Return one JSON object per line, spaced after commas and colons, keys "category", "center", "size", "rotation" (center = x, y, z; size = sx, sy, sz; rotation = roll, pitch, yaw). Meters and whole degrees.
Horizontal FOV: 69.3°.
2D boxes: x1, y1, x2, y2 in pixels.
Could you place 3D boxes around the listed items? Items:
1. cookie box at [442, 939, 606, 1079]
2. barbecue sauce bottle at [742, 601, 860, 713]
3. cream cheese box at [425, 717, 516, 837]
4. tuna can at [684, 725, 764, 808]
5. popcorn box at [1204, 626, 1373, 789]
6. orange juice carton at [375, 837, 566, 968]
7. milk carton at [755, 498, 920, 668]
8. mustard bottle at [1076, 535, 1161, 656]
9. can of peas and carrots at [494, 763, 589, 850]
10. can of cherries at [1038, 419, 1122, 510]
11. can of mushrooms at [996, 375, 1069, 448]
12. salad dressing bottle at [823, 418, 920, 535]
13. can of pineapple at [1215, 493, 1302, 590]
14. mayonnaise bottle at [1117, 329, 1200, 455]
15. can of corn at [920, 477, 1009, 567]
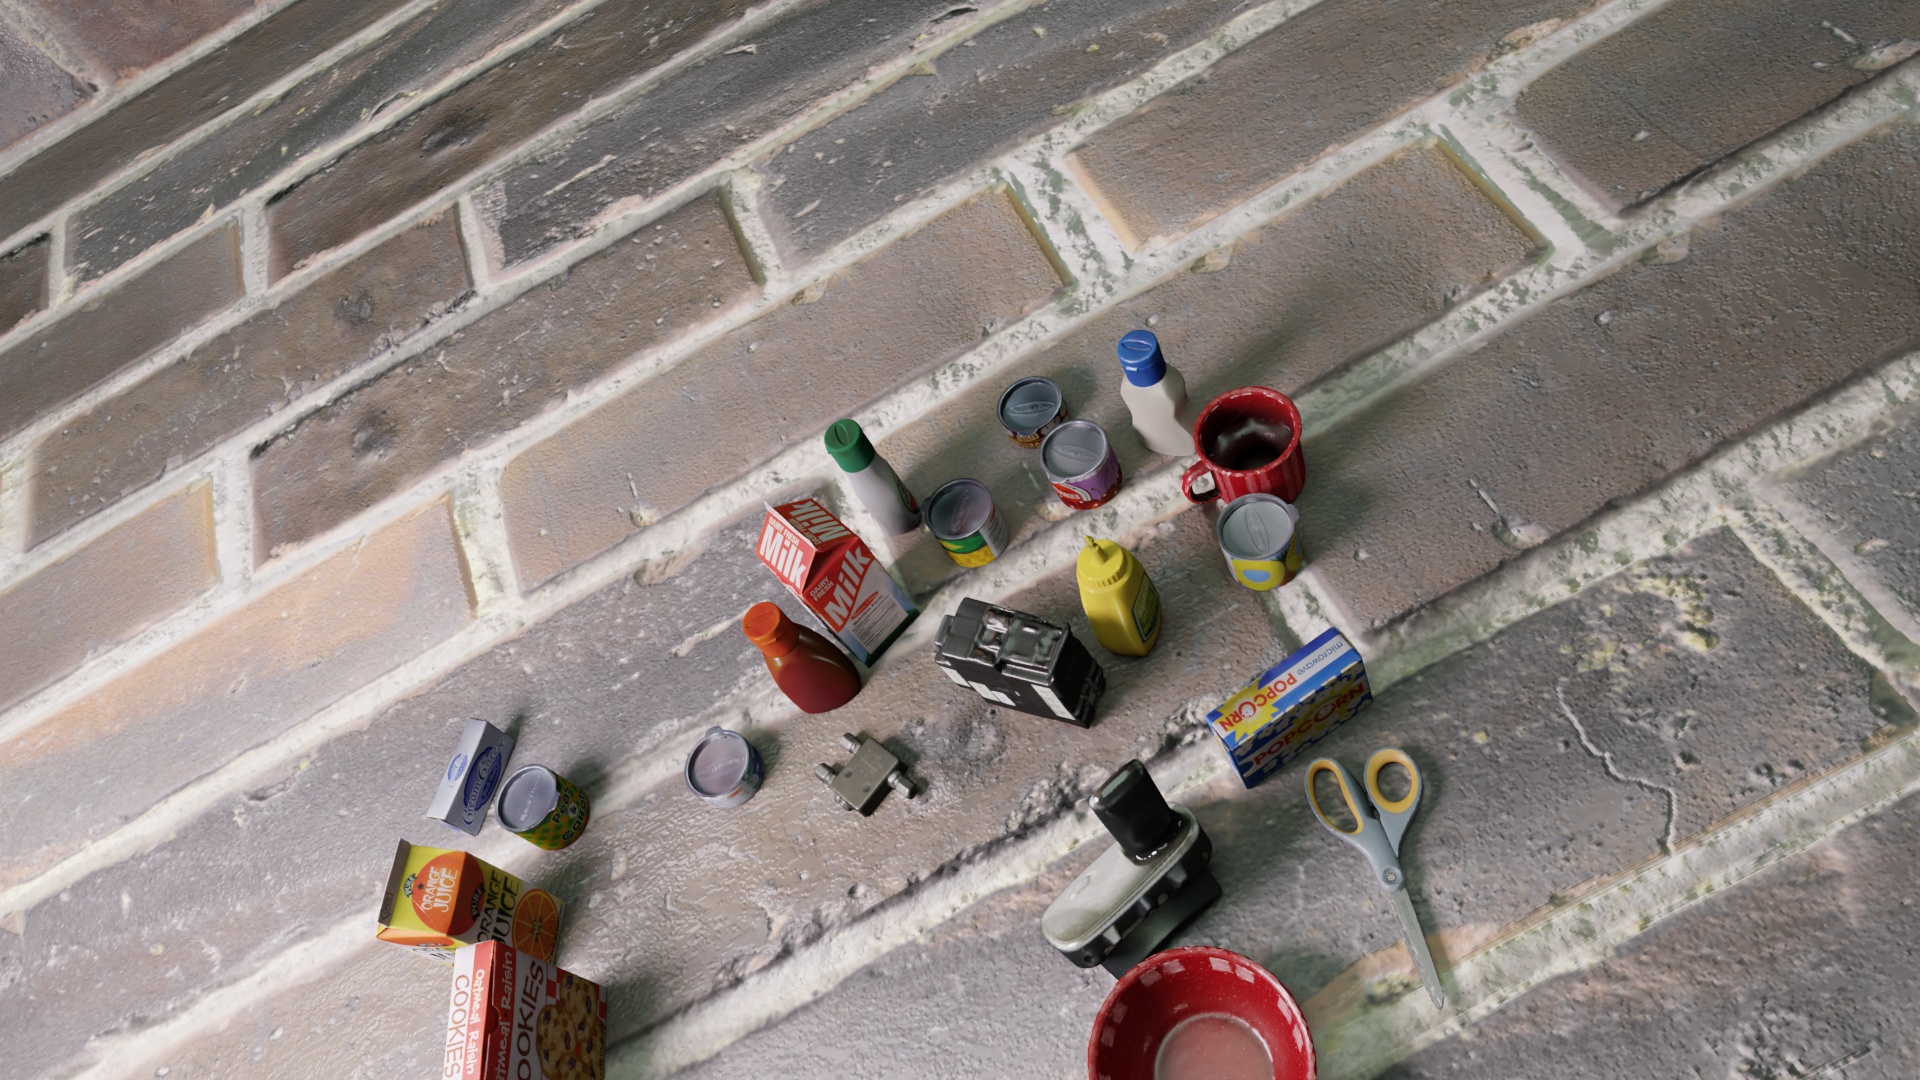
{"category": "cookie box", "center": [-0.345, 0.405, 1.117], "size": [0.040, 0.167, 0.123], "rotation": [-16, 56, 13]}
{"category": "barbecue sauce bottle", "center": [-0.145, 0.104, 1.234], "size": [0.065, 0.148, 0.044], "rotation": [-25, 54, 6]}
{"category": "cream cheese box", "center": [-0.473, 0.230, 1.348], "size": [0.024, 0.053, 0.104], "rotation": [4, 62, 24]}
{"category": "tuna can", "center": [-0.216, 0.207, 1.270], "size": [0.071, 0.032, 0.071], "rotation": [-10, 57, 16]}
{"category": "popcorn box", "center": [0.260, 0.132, 1.092], "size": [0.127, 0.085, 0.038], "rotation": [-35, 54, -1]}
{"category": "orange juice carton", "center": [-0.427, 0.318, 1.188], "size": [0.073, 0.192, 0.072], "rotation": [-7, 58, 18]}
{"category": "milk carton", "center": [-0.115, 0.030, 1.242], "size": [0.073, 0.190, 0.072], "rotation": [-46, 55, -9]}
{"category": "mustard bottle", "center": [0.128, 0.041, 1.156], "size": [0.049, 0.159, 0.065], "rotation": [7, 63, 26]}
{"category": "can of peas and carrots", "center": [-0.388, 0.250, 1.297], "size": [0.071, 0.058, 0.071], "rotation": [-10, 57, 16]}
{"category": "can of cherries", "center": [0.111, -0.068, 1.294], "size": [0.071, 0.058, 0.072], "rotation": [-10, 57, 16]}
{"category": "can of mushrooms", "center": [0.071, -0.123, 1.359], "size": [0.071, 0.033, 0.071], "rotation": [-10, 57, 16]}
{"category": "salad dressing bottle", "center": [-0.083, -0.059, 1.311], "size": [0.044, 0.147, 0.064], "rotation": [-28, 54, 4]}
{"category": "can of pineapple", "center": [0.259, 0.002, 1.191], "size": [0.071, 0.057, 0.071], "rotation": [-10, 57, 16]}
{"category": "mayonnaise bottle", "center": [0.176, -0.132, 1.251], "size": [0.065, 0.147, 0.041], "rotation": [14, 67, 29]}
{"category": "can of corn", "center": [0.005, -0.016, 1.304], "size": [0.071, 0.058, 0.071], "rotation": [-10, 57, 16]}
